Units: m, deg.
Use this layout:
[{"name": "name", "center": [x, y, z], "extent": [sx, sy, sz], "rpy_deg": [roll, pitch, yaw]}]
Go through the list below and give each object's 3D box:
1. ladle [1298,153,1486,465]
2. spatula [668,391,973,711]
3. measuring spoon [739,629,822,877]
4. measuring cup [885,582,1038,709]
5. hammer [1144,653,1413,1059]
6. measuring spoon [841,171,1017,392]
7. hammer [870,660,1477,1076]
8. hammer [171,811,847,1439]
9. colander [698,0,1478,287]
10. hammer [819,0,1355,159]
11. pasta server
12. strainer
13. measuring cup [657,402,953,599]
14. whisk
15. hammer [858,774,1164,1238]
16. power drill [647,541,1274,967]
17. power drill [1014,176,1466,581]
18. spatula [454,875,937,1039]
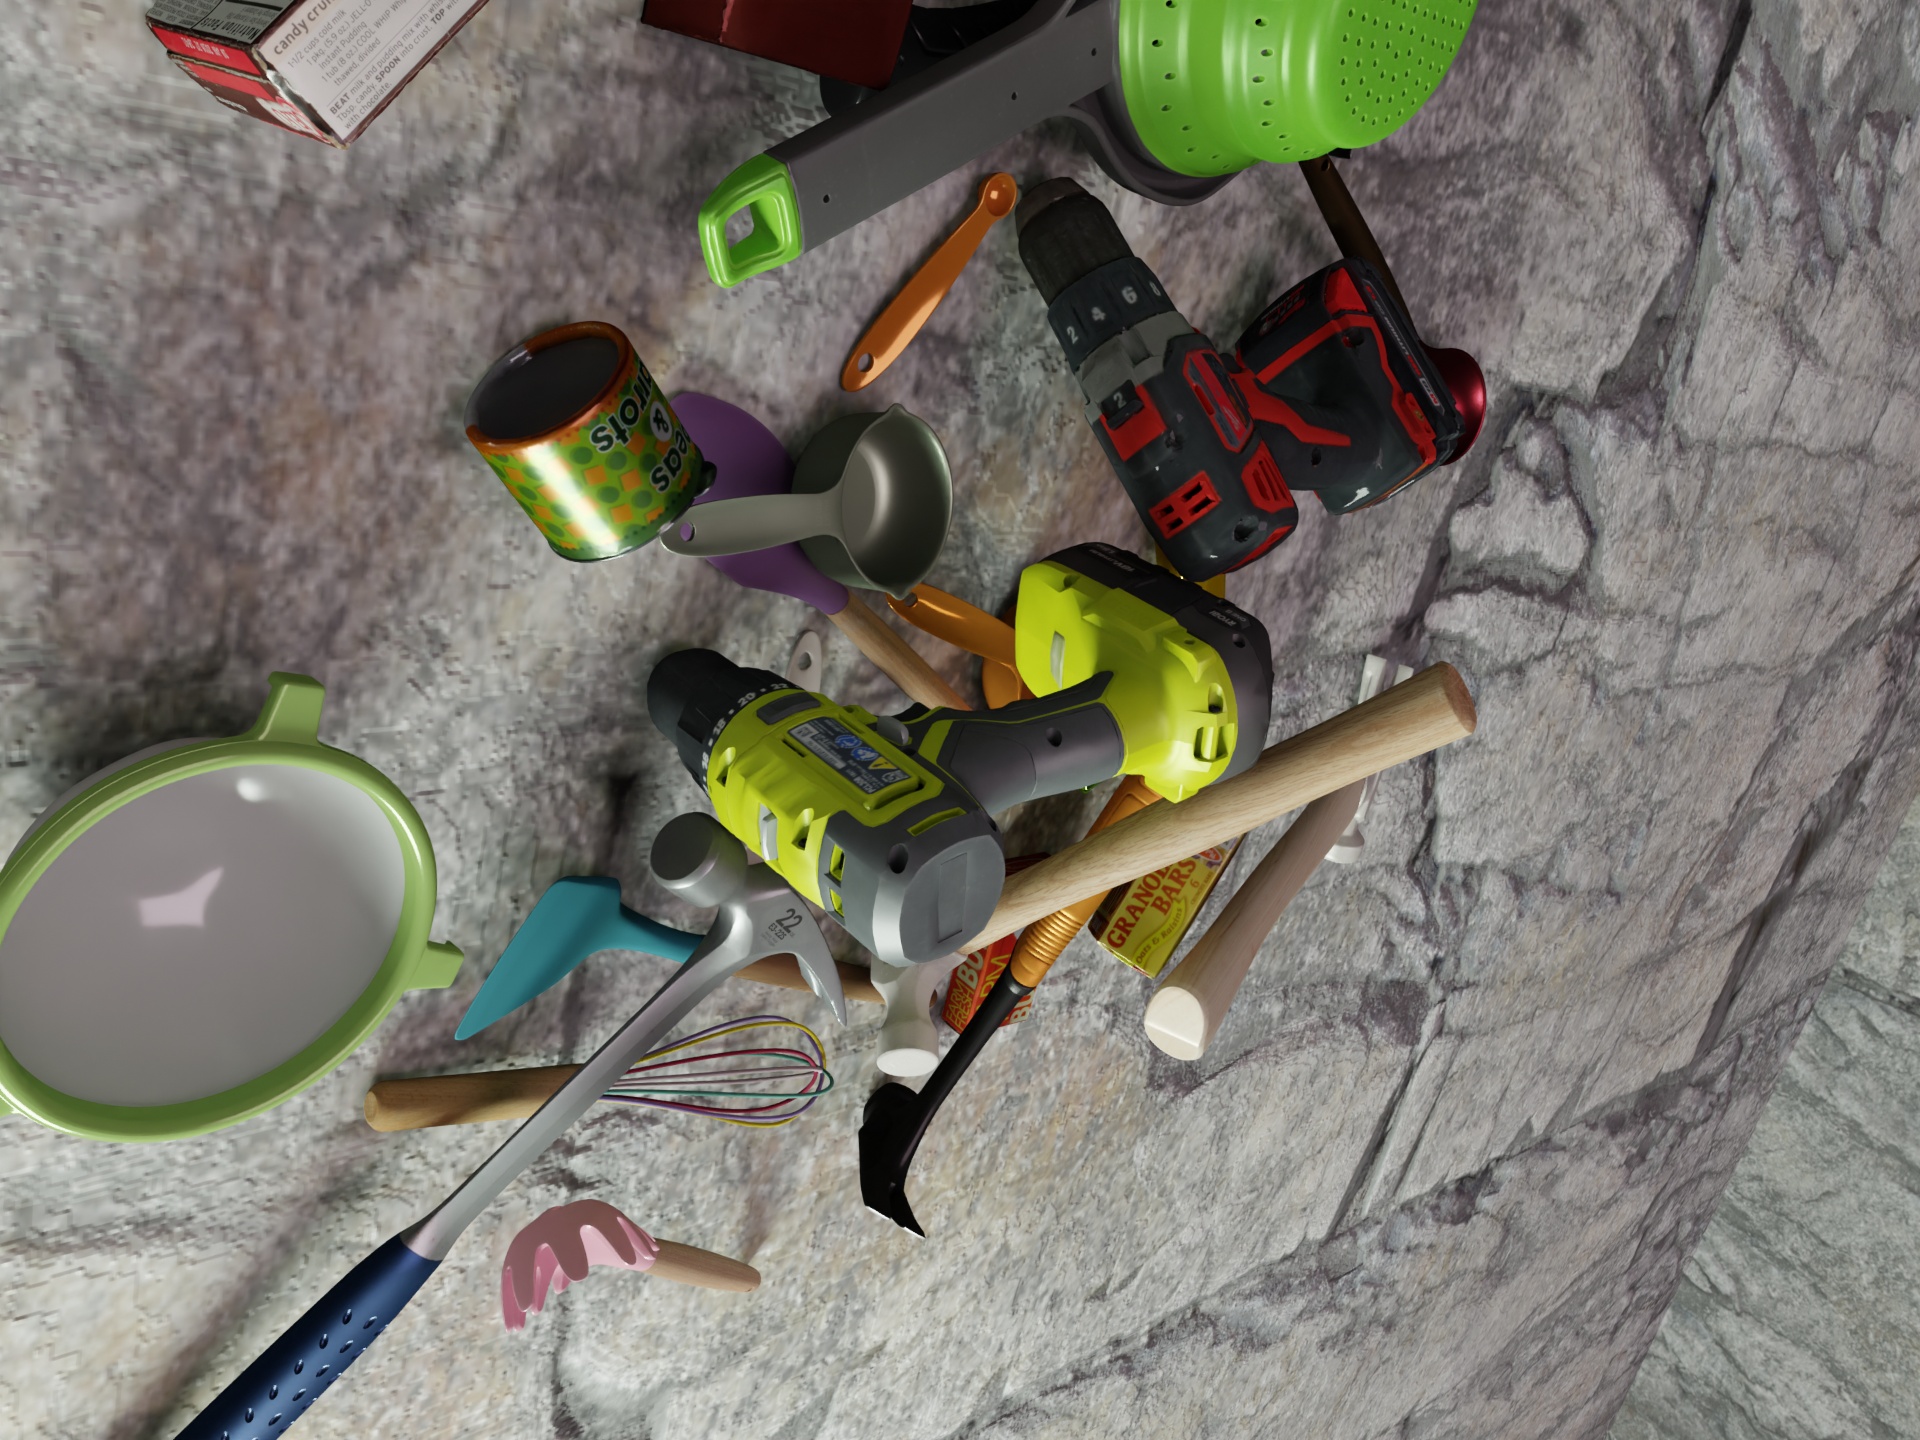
[{"name": "ladle", "center": [0.237, -0.226, 0.878], "extent": [0.069, 0.031, 0.315], "rpy_deg": [-59, 146, 0]}, {"name": "spatula", "center": [-0.043, -0.044, 0.736], "extent": [0.060, 0.018, 0.315], "rpy_deg": [-59, 140, -12]}, {"name": "measuring spoon", "center": [-0.084, 0.016, 0.740], "extent": [0.034, 0.018, 0.124], "rpy_deg": [0, 107, -44]}, {"name": "measuring cup", "center": [0.022, -0.039, 0.787], "extent": [0.173, 0.052, 0.095], "rpy_deg": [23, 98, -34]}, {"name": "hammer", "center": [0.193, 0.077, 0.927], "extent": [0.410, 0.038, 0.146], "rpy_deg": [-32, 137, -60]}, {"name": "measuring spoon", "center": [-0.016, -0.188, 0.683], "extent": [0.117, 0.011, 0.021], "rpy_deg": [-52, 140, -2]}, {"name": "hammer", "center": [0.085, 0.056, 0.749], "extent": [0.331, 0.130, 0.031], "rpy_deg": [-29, 134, 30]}, {"name": "hammer", "center": [-0.213, 0.214, 0.666], "extent": [0.405, 0.035, 0.143], "rpy_deg": [-44, 140, -4]}, {"name": "colander", "center": [0.082, -0.249, 0.596], "extent": [0.397, 0.095, 0.204], "rpy_deg": [-37, 145, -24]}, {"name": "hammer", "center": [0.079, -0.298, 0.689], "extent": [0.335, 0.035, 0.146], "rpy_deg": [-25, 129, -33]}, {"name": "pasta server", "center": [-0.137, 0.258, 0.741], "extent": [0.060, 0.040, 0.316], "rpy_deg": [-28, 156, -3]}, {"name": "strainer", "center": [-0.301, 0.089, 0.517], "extent": [0.256, 0.069, 0.151], "rpy_deg": [-35, 137, -25]}, {"name": "measuring cup", "center": [-0.068, -0.085, 0.648], "extent": [0.167, 0.038, 0.083], "rpy_deg": [-17, 111, -49]}, {"name": "whisk", "center": [-0.155, 0.173, 0.740], "extent": [0.244, 0.051, 0.047], "rpy_deg": [6, 115, -44]}, {"name": "hammer", "center": [0.049, 0.108, 0.824], "extent": [0.034, 0.127, 0.337], "rpy_deg": [32, 97, -10]}, {"name": "power drill", "center": [-0.001, -0.002, 0.665], "extent": [0.228, 0.191, 0.080], "rpy_deg": [-22, 129, -33]}, {"name": "power drill", "center": [0.129, -0.168, 0.747], "extent": [0.226, 0.188, 0.080], "rpy_deg": [-20, 169, -48]}, {"name": "spatula", "center": [-0.103, 0.122, 0.760], "extent": [0.317, 0.044, 0.082], "rpy_deg": [23, 105, -51]}]
